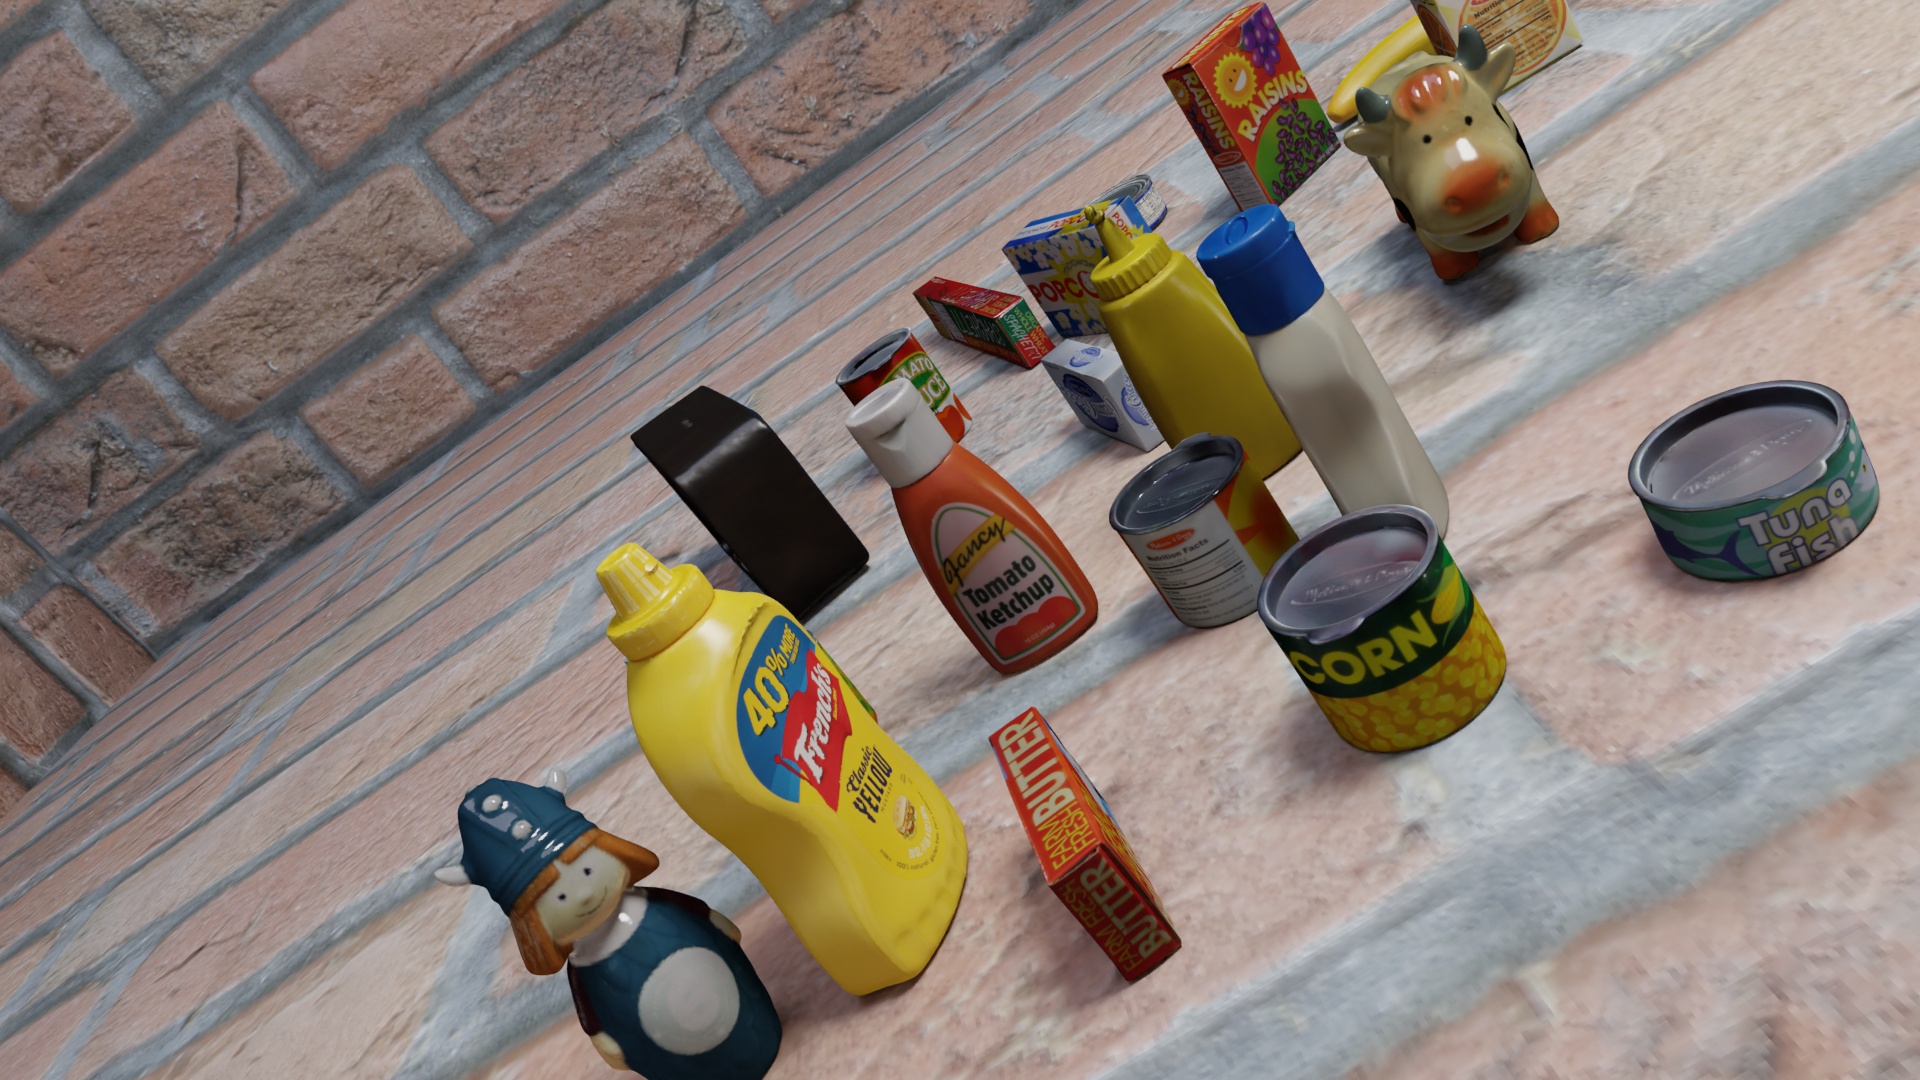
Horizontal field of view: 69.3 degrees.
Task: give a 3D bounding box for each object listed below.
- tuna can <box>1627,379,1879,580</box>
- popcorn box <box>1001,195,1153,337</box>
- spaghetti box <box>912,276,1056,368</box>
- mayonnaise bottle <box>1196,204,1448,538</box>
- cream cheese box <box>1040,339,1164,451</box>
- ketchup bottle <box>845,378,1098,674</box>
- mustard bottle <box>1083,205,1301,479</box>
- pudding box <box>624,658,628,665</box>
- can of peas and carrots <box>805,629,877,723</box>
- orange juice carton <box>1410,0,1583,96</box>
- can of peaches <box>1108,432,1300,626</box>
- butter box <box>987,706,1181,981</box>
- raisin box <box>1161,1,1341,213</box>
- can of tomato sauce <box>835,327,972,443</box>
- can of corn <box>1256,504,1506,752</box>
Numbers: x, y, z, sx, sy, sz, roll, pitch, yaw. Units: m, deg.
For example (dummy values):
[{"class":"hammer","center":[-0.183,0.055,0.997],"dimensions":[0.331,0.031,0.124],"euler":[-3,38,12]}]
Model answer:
[{"class":"tuna can","center":[0.257,-0.019,0.449],"dimensions":[0.071,0.032,0.071],"euler":[-31,22,14]},{"class":"popcorn box","center":[0.094,-0.192,0.992],"dimensions":[0.038,0.085,0.126],"euler":[-44,22,-19]},{"class":"spaghetti box","center":[0.014,-0.182,1.141],"dimensions":[0.029,0.050,0.250],"euler":[-38,21,-5]},{"class":"mayonnaise bottle","center":[0.145,-0.063,0.554],"dimensions":[0.041,0.147,0.065],"euler":[-27,23,25]},{"class":"cream cheese box","center":[0.087,-0.088,0.828],"dimensions":[0.024,0.053,0.104],"euler":[-39,21,-5]},{"class":"ketchup bottle","center":[0.002,-0.008,0.658],"dimensions":[0.064,0.148,0.044],"euler":[-33,21,9]},{"class":"mustard bottle","center":[0.106,-0.098,0.672],"dimensions":[0.065,0.160,0.049],"euler":[-34,21,7]},{"class":"pudding box","center":[-0.168,0.077,0.879],"dimensions":[0.083,0.049,0.030],"euler":[-17,28,41]},{"class":"can of peas and carrots","center":[-0.084,0.089,0.712],"dimensions":[0.071,0.058,0.071],"euler":[-31,22,14]},{"class":"orange juice carton","center":[0.324,-0.392,0.907],"dimensions":[0.073,0.192,0.072],"euler":[-31,22,15]},{"class":"can of peaches","center":[0.109,-0.005,0.614],"dimensions":[0.071,0.058,0.071],"euler":[-31,22,14]},{"class":"butter box","center":[0.042,0.105,0.494],"dimensions":[0.024,0.053,0.104],"euler":[-35,21,3]},{"class":"raisin box","center":[0.212,-0.312,1.007],"dimensions":[0.086,0.123,0.040],"euler":[-44,22,-19]},{"class":"can of tomato sauce","center":[-0.040,-0.102,1.011],"dimensions":[0.071,0.083,0.071],"euler":[-31,22,14]},{"class":"can of corn","center":[0.145,0.032,0.480],"dimensions":[0.071,0.058,0.071],"euler":[-31,22,14]}]
